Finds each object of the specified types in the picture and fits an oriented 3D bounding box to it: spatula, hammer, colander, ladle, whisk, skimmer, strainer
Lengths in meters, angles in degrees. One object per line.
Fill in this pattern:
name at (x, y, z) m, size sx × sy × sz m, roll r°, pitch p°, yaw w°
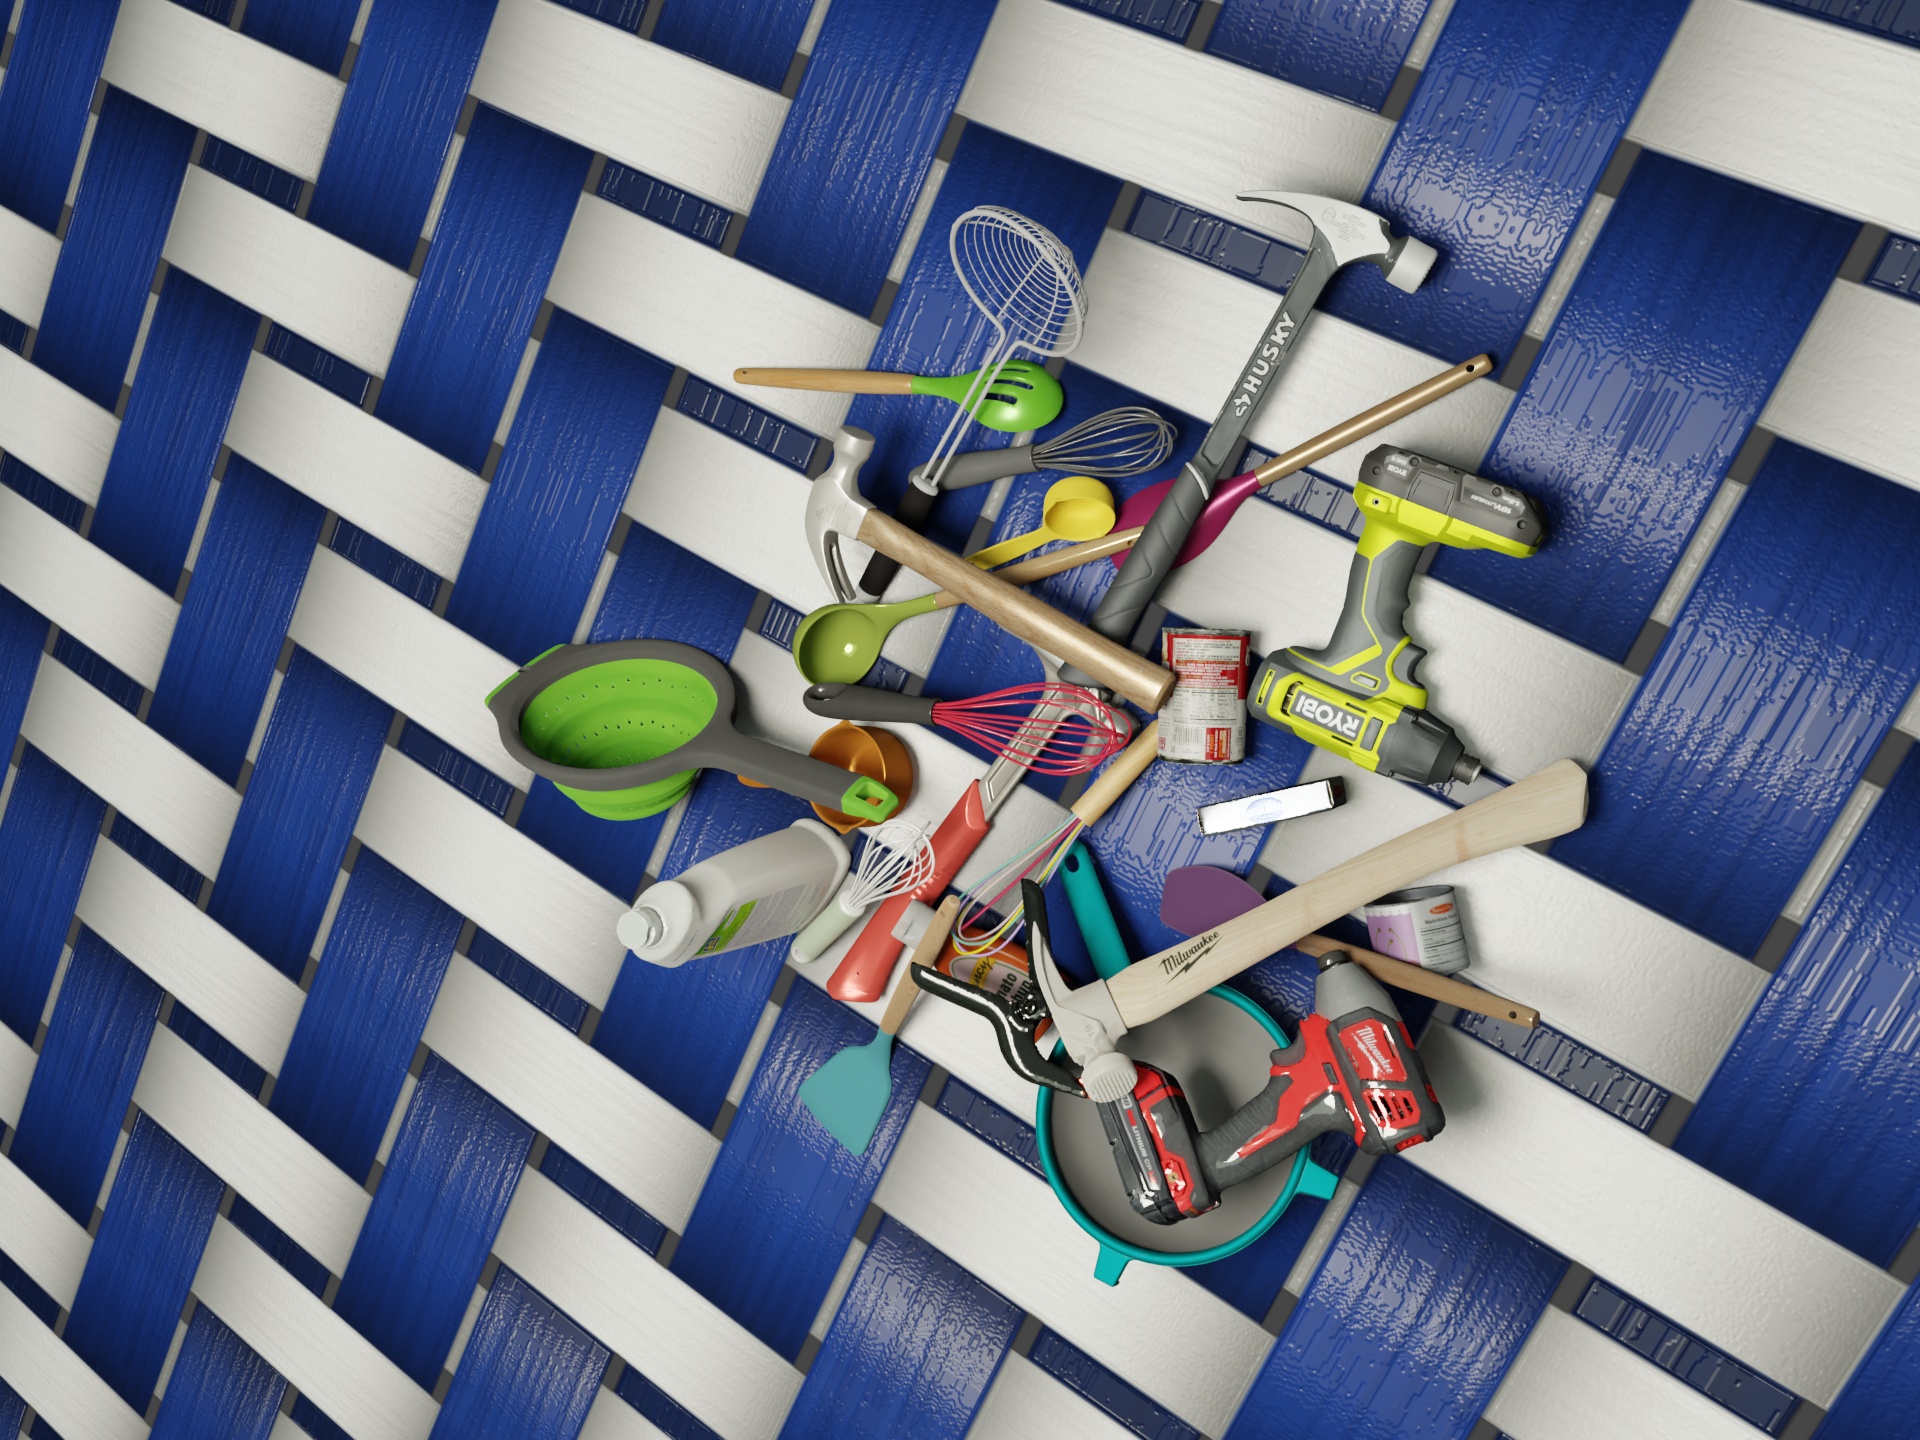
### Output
spatula at (-0.058, 0.247, 1.316) m, size 0.082 × 0.044 × 0.317 m, roll 43°, pitch 136°, yaw 19°
hammer at (0.017, -0.098, 1.233) m, size 0.331 × 0.031 × 0.130 m, roll 32°, pitch 115°, yaw 17°
colander at (-0.224, 0.044, 1.365) m, size 0.397 × 0.204 × 0.094 m, roll 18°, pitch 131°, yaw 25°
ladle at (0.004, -0.096, 1.297) m, size 0.320 × 0.078 × 0.062 m, roll -16°, pitch 45°, yaw 24°
hammer at (0.183, -0.200, 1.193) m, size 0.149 × 0.036 × 0.409 m, roll 30°, pitch 105°, yaw 3°
hammer at (-0.010, 0.091, 1.329) m, size 0.149 × 0.036 × 0.359 m, roll 42°, pitch 108°, yaw 17°
hammer at (0.251, 0.123, 1.136) m, size 0.410 × 0.038 × 0.146 m, roll -26°, pitch 45°, yaw 1°
whisk at (-0.086, 0.147, 1.316) m, size 0.058 × 0.059 × 0.246 m, roll 43°, pitch 138°, yaw 0°
skimmer at (-0.016, -0.227, 1.239) m, size 0.127 × 0.090 × 0.363 m, roll 40°, pitch 123°, yaw 12°
whisk at (-0.002, -0.004, 1.269) m, size 0.296 × 0.073 × 0.073 m, roll 7°, pitch 96°, yaw 28°
spatula at (0.271, 0.166, 1.161) m, size 0.316 × 0.018 × 0.060 m, roll 16°, pitch 100°, yaw 44°
whisk at (0.062, -0.211, 1.279) m, size 0.239 × 0.055 × 0.055 m, roll -5°, pitch 91°, yaw 30°
strainer at (0.151, 0.253, 1.244) m, size 0.211 × 0.095 × 0.341 m, roll -27°, pitch 62°, yaw 13°
whisk at (0.077, 0.091, 1.260) m, size 0.051 × 0.047 × 0.245 m, roll 43°, pitch 92°, yaw -6°

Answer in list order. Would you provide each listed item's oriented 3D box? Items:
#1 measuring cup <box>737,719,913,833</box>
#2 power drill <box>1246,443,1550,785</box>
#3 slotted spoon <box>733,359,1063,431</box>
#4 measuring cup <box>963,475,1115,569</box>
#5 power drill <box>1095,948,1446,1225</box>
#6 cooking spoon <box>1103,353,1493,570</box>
measuring cup at (-0.115, 0.048, 1.371) m, size 0.174 × 0.052 × 0.095 m, roll -1°, pitch 88°, yaw 38°
power drill at (0.326, -0.072, 1.148) m, size 0.171 × 0.080 × 0.223 m, roll 26°, pitch 107°, yaw 22°
slotted spoon at (-0.061, -0.282, 1.335) m, size 0.314 × 0.031 × 0.070 m, roll 10°, pitch 65°, yaw 27°
measuring cup at (0.057, -0.156, 1.286) m, size 0.156 × 0.062 × 0.029 m, roll -20°, pitch 54°, yaw 37°
power drill at (0.212, 0.259, 1.120) m, size 0.219 × 0.078 × 0.143 m, roll -24°, pitch 64°, yaw 11°
cooking spoon at (0.249, -0.196, 1.206) m, size 0.319 × 0.017 × 0.069 m, roll -26°, pitch 82°, yaw 24°
